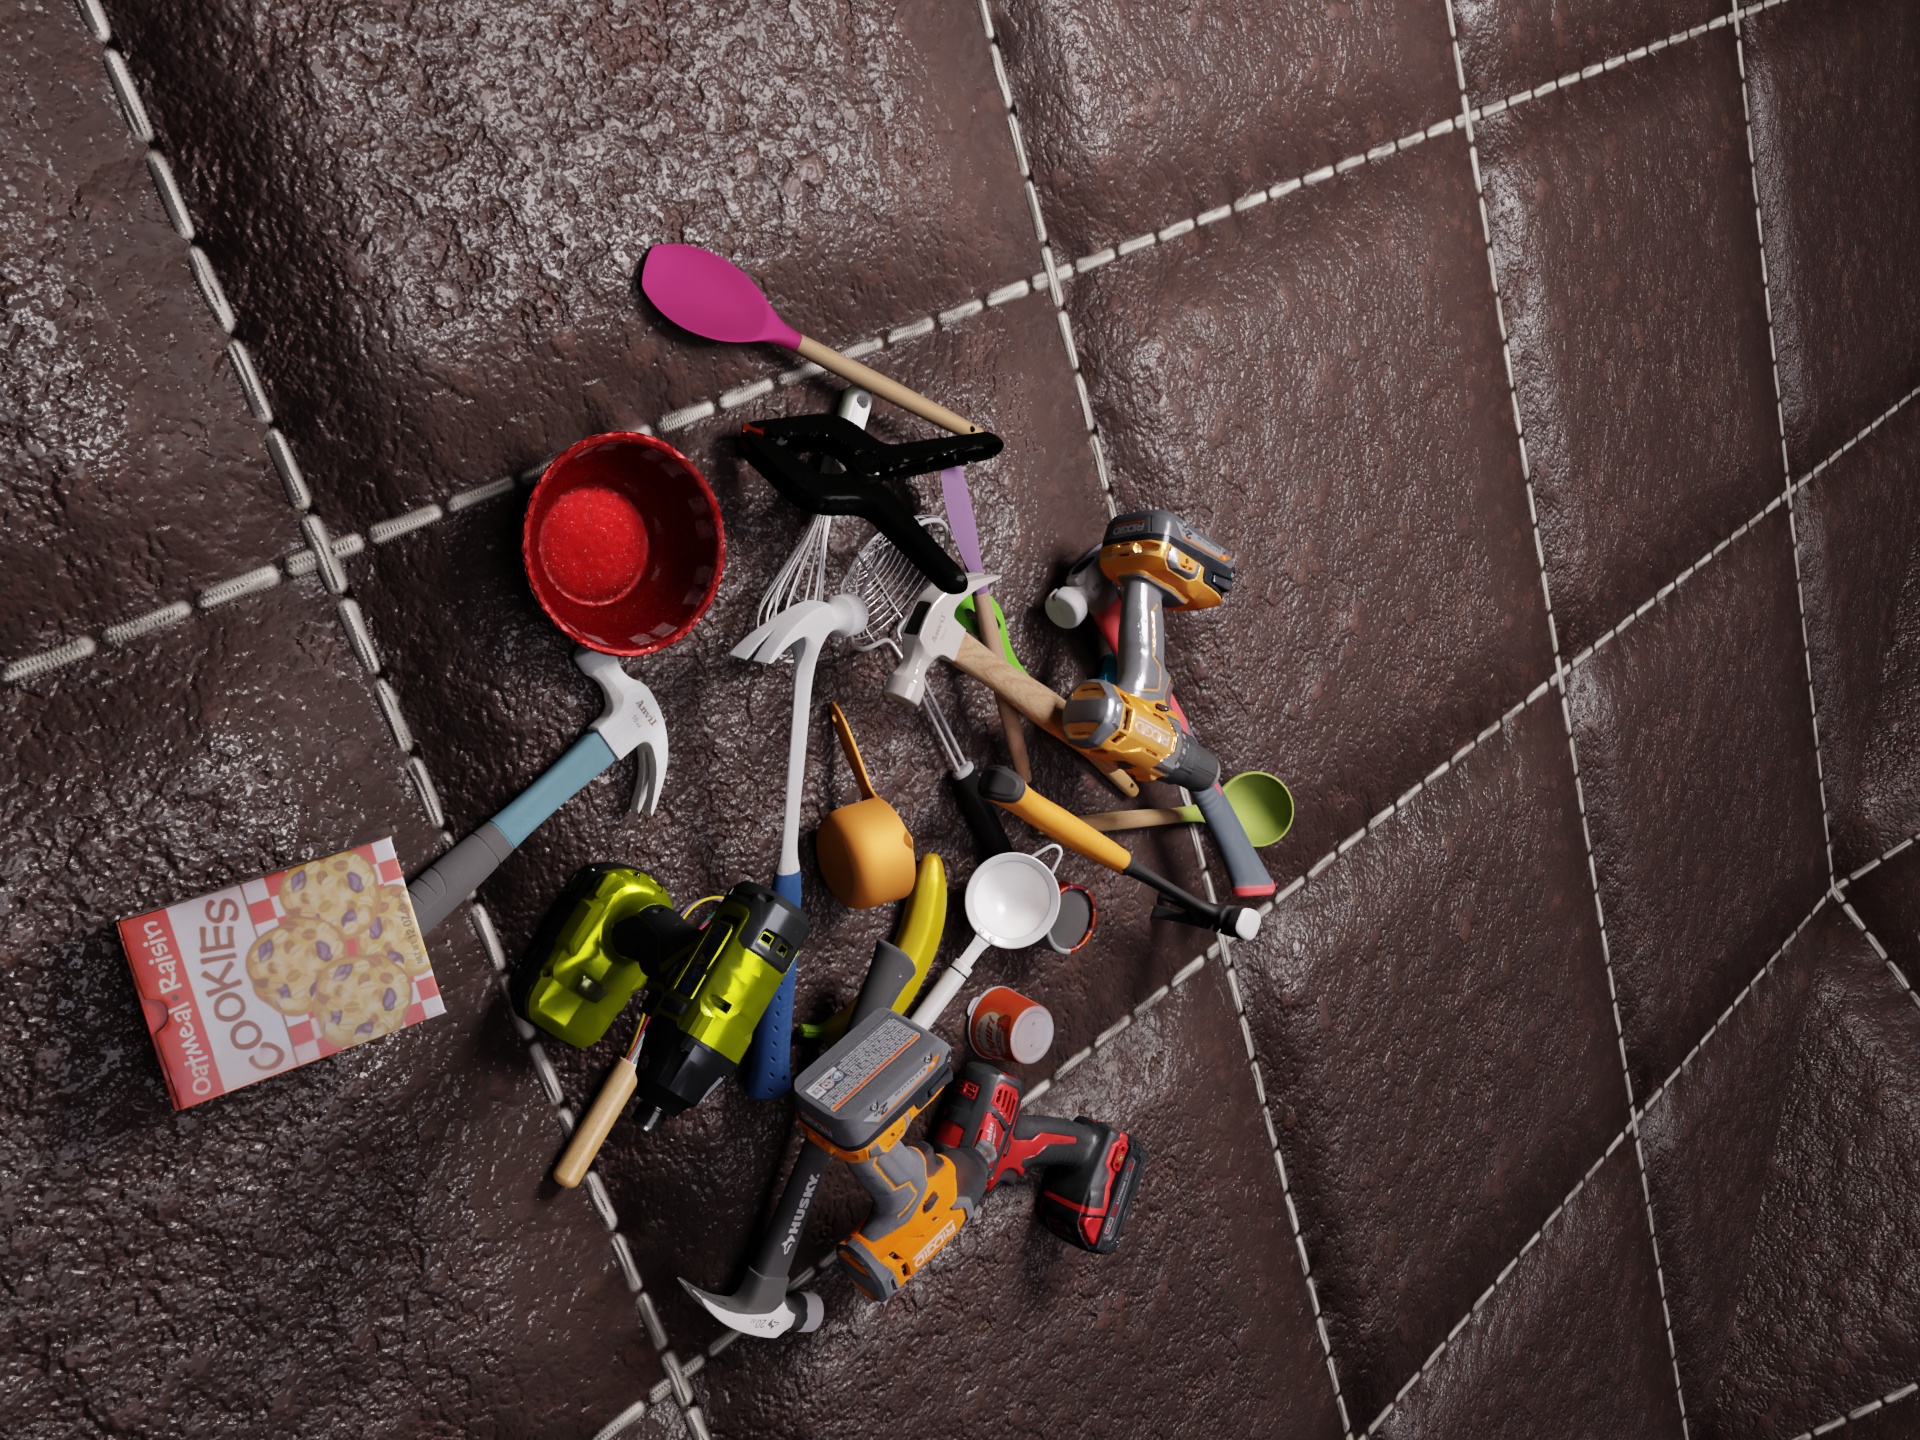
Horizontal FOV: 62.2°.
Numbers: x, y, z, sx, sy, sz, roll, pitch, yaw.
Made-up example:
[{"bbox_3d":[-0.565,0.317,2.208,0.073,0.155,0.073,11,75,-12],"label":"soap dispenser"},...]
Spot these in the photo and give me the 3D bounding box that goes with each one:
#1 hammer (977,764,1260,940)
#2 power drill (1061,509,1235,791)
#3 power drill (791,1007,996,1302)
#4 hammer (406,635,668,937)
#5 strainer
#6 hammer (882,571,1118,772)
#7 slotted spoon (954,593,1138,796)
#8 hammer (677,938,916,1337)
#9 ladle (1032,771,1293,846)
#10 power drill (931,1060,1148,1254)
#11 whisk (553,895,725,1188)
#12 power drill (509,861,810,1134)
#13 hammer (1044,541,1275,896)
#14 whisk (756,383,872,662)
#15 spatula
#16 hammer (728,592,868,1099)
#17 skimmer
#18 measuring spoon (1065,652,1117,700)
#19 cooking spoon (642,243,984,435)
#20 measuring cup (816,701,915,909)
[{"bbox_3d":[0.133,0.122,1.465,0.336,0.127,0.034,33,75,-36],"label":"hammer"},{"bbox_3d":[0.185,-0.054,1.438,0.185,0.084,0.226,26,70,-40],"label":"power drill"},{"bbox_3d":[-0.043,0.346,1.296,0.164,0.084,0.226,-37,131,-32],"label":"power drill"},{"bbox_3d":[-0.337,0.090,1.125,0.331,0.033,0.128,-46,120,-27],"label":"hammer"},{"bbox_3d":[0.004,0.212,1.408,0.087,0.050,0.258,40,79,-9],"label":"strainer"},{"bbox_3d":[0.057,-0.025,1.377,0.331,0.031,0.130,32,76,-50],"label":"hammer"},{"bbox_3d":[0.079,-0.018,1.470,0.313,0.031,0.070,44,66,-36],"label":"slotted spoon"},{"bbox_3d":[-0.117,0.339,1.300,0.146,0.035,0.335,25,85,-46],"label":"hammer"},{"bbox_3d":[0.204,0.095,1.568,0.320,0.062,0.078,-2,88,-37],"label":"ladle"},{"bbox_3d":[0.063,0.413,1.468,0.219,0.079,0.143,31,74,-35],"label":"power drill"},{"bbox_3d":[-0.237,0.245,1.219,0.047,0.051,0.245,42,71,-41],"label":"whisk"},{"bbox_3d":[-0.218,0.184,1.108,0.080,0.223,0.171,43,68,-34],"label":"power drill"},{"bbox_3d":[0.215,0.005,1.533,0.143,0.038,0.386,-45,113,-36],"label":"hammer"},{"bbox_3d":[-0.112,-0.161,1.280,0.057,0.059,0.246,26,73,-38],"label":"whisk"},{"bbox_3d":[0.022,-0.086,1.371,0.060,0.018,0.315,-58,138,-59],"label":"spatula"},{"bbox_3d":[-0.138,0.108,1.238,0.144,0.035,0.405,-22,122,-61],"label":"hammer"},{"bbox_3d":[-0.002,-0.004,1.359,0.127,0.090,0.363,-43,120,-34],"label":"skimmer"},{"bbox_3d":[0.132,-0.028,1.497,0.128,0.021,0.042,-35,113,-47],"label":"measuring spoon"},{"bbox_3d":[-0.109,-0.289,1.266,0.318,0.017,0.069,21,71,-32],"label":"cooking spoon"},{"bbox_3d":[-0.096,0.072,1.307,0.052,0.095,0.173,-19,88,-30],"label":"measuring cup"}]
